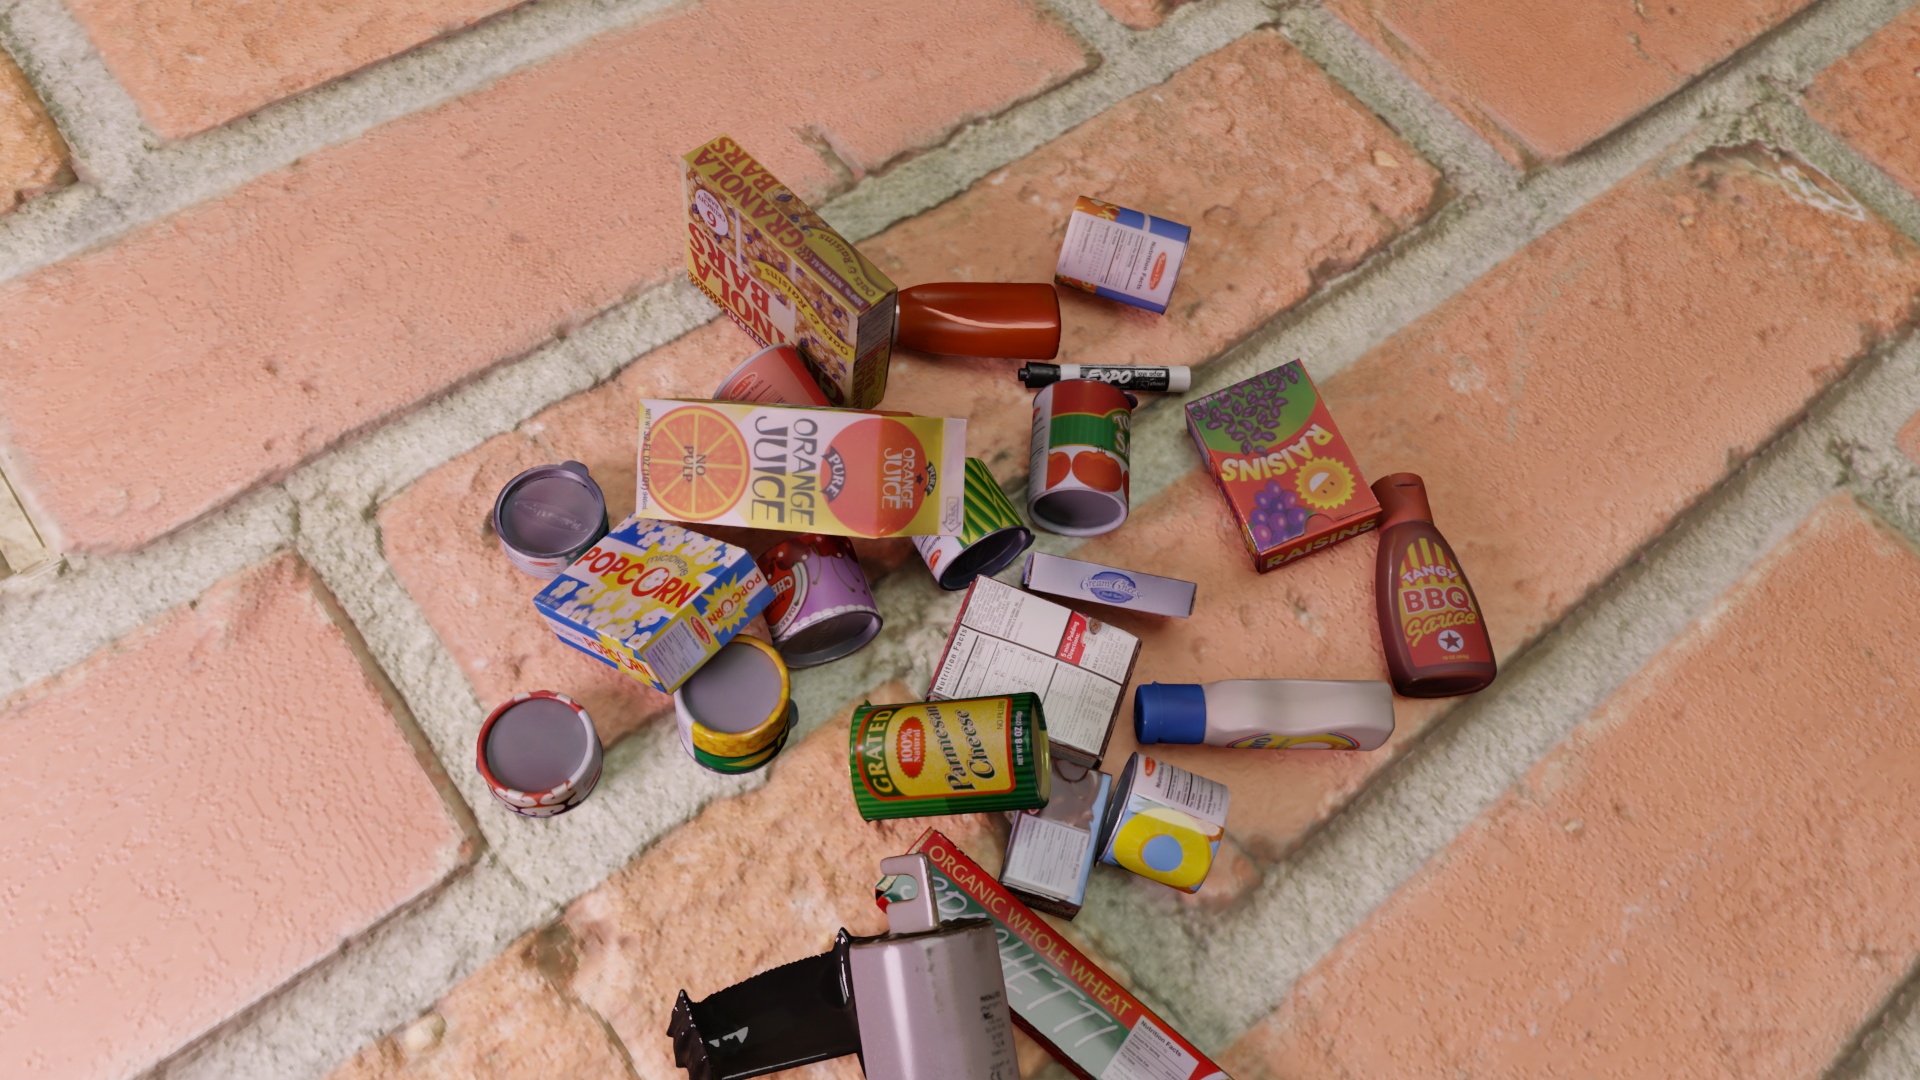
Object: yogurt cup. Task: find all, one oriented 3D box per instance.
[{"bbox_3d":[-0.119,-0.087,0.902,0.073,0.072,0.054,-37,80,-24],"label":"yogurt cup"}]

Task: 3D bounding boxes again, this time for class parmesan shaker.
[{"bbox_3d":[-0.005,0.119,0.783,0.103,0.071,0.071,-7,61,11],"label":"parmesan shaker"}]

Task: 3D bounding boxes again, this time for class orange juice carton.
[{"bbox_3d":[-0.091,-0.044,0.831,0.193,0.073,0.071,5,98,11],"label":"orange juice carton"}]

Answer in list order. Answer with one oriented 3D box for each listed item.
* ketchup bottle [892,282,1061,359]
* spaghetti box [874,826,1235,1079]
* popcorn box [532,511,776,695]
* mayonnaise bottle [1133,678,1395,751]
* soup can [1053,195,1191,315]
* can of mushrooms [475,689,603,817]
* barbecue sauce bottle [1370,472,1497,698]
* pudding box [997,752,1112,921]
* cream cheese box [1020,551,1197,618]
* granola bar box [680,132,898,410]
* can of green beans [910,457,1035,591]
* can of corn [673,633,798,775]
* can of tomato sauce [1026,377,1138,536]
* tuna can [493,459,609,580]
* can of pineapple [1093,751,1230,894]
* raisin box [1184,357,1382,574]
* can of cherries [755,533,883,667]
[{"bbox_3d":[-0.007,-0.154,0.963,0.149,0.043,0.065,0,41,-7],"label":"ketchup bottle"},{"bbox_3d":[0.062,0.254,0.748,0.250,0.028,0.050,39,62,9],"label":"spaghetti box"},{"bbox_3d":[-0.179,0.033,0.803,0.127,0.038,0.085,16,51,45],"label":"popcorn box"},{"bbox_3d":[0.181,0.106,0.839,0.148,0.064,0.041,0,69,-3],"label":"mayonnaise bottle"},{"bbox_3d":[0.116,-0.206,1.001,0.084,0.071,0.072,17,60,2],"label":"soup can"},{"bbox_3d":[-0.240,0.120,0.786,0.071,0.033,0.071,4,61,-6],"label":"can of mushrooms"},{"bbox_3d":[0.300,0.027,0.908,0.065,0.043,0.149,-3,61,-3],"label":"barbecue sauce bottle"},{"bbox_3d":[0.054,0.170,0.801,0.050,0.030,0.084,16,60,3],"label":"pudding box"},{"bbox_3d":[0.091,0.028,0.871,0.104,0.053,0.024,11,88,-2],"label":"cream cheese box"},{"bbox_3d":[-0.114,-0.169,0.913,0.039,0.123,0.166,-39,73,-25],"label":"granola bar box"},{"bbox_3d":[0.001,-0.011,0.874,0.071,0.071,0.058,-24,67,-19],"label":"can of green beans"},{"bbox_3d":[-0.128,0.094,0.802,0.071,0.058,0.071,3,61,-6],"label":"can of corn"},{"bbox_3d":[0.080,-0.054,0.908,0.071,0.071,0.083,7,61,-4],"label":"can of tomato sauce"},{"bbox_3d":[-0.251,-0.013,0.859,0.071,0.032,0.071,3,61,-6],"label":"tuna can"},{"bbox_3d":[0.115,0.163,0.795,0.058,0.070,0.071,20,61,3],"label":"can of pineapple"},{"bbox_3d":[0.214,-0.050,0.928,0.086,0.040,0.124,-21,65,0],"label":"raisin box"},{"bbox_3d":[-0.089,0.035,0.834,0.071,0.071,0.058,-15,64,-16],"label":"can of cherries"}]
